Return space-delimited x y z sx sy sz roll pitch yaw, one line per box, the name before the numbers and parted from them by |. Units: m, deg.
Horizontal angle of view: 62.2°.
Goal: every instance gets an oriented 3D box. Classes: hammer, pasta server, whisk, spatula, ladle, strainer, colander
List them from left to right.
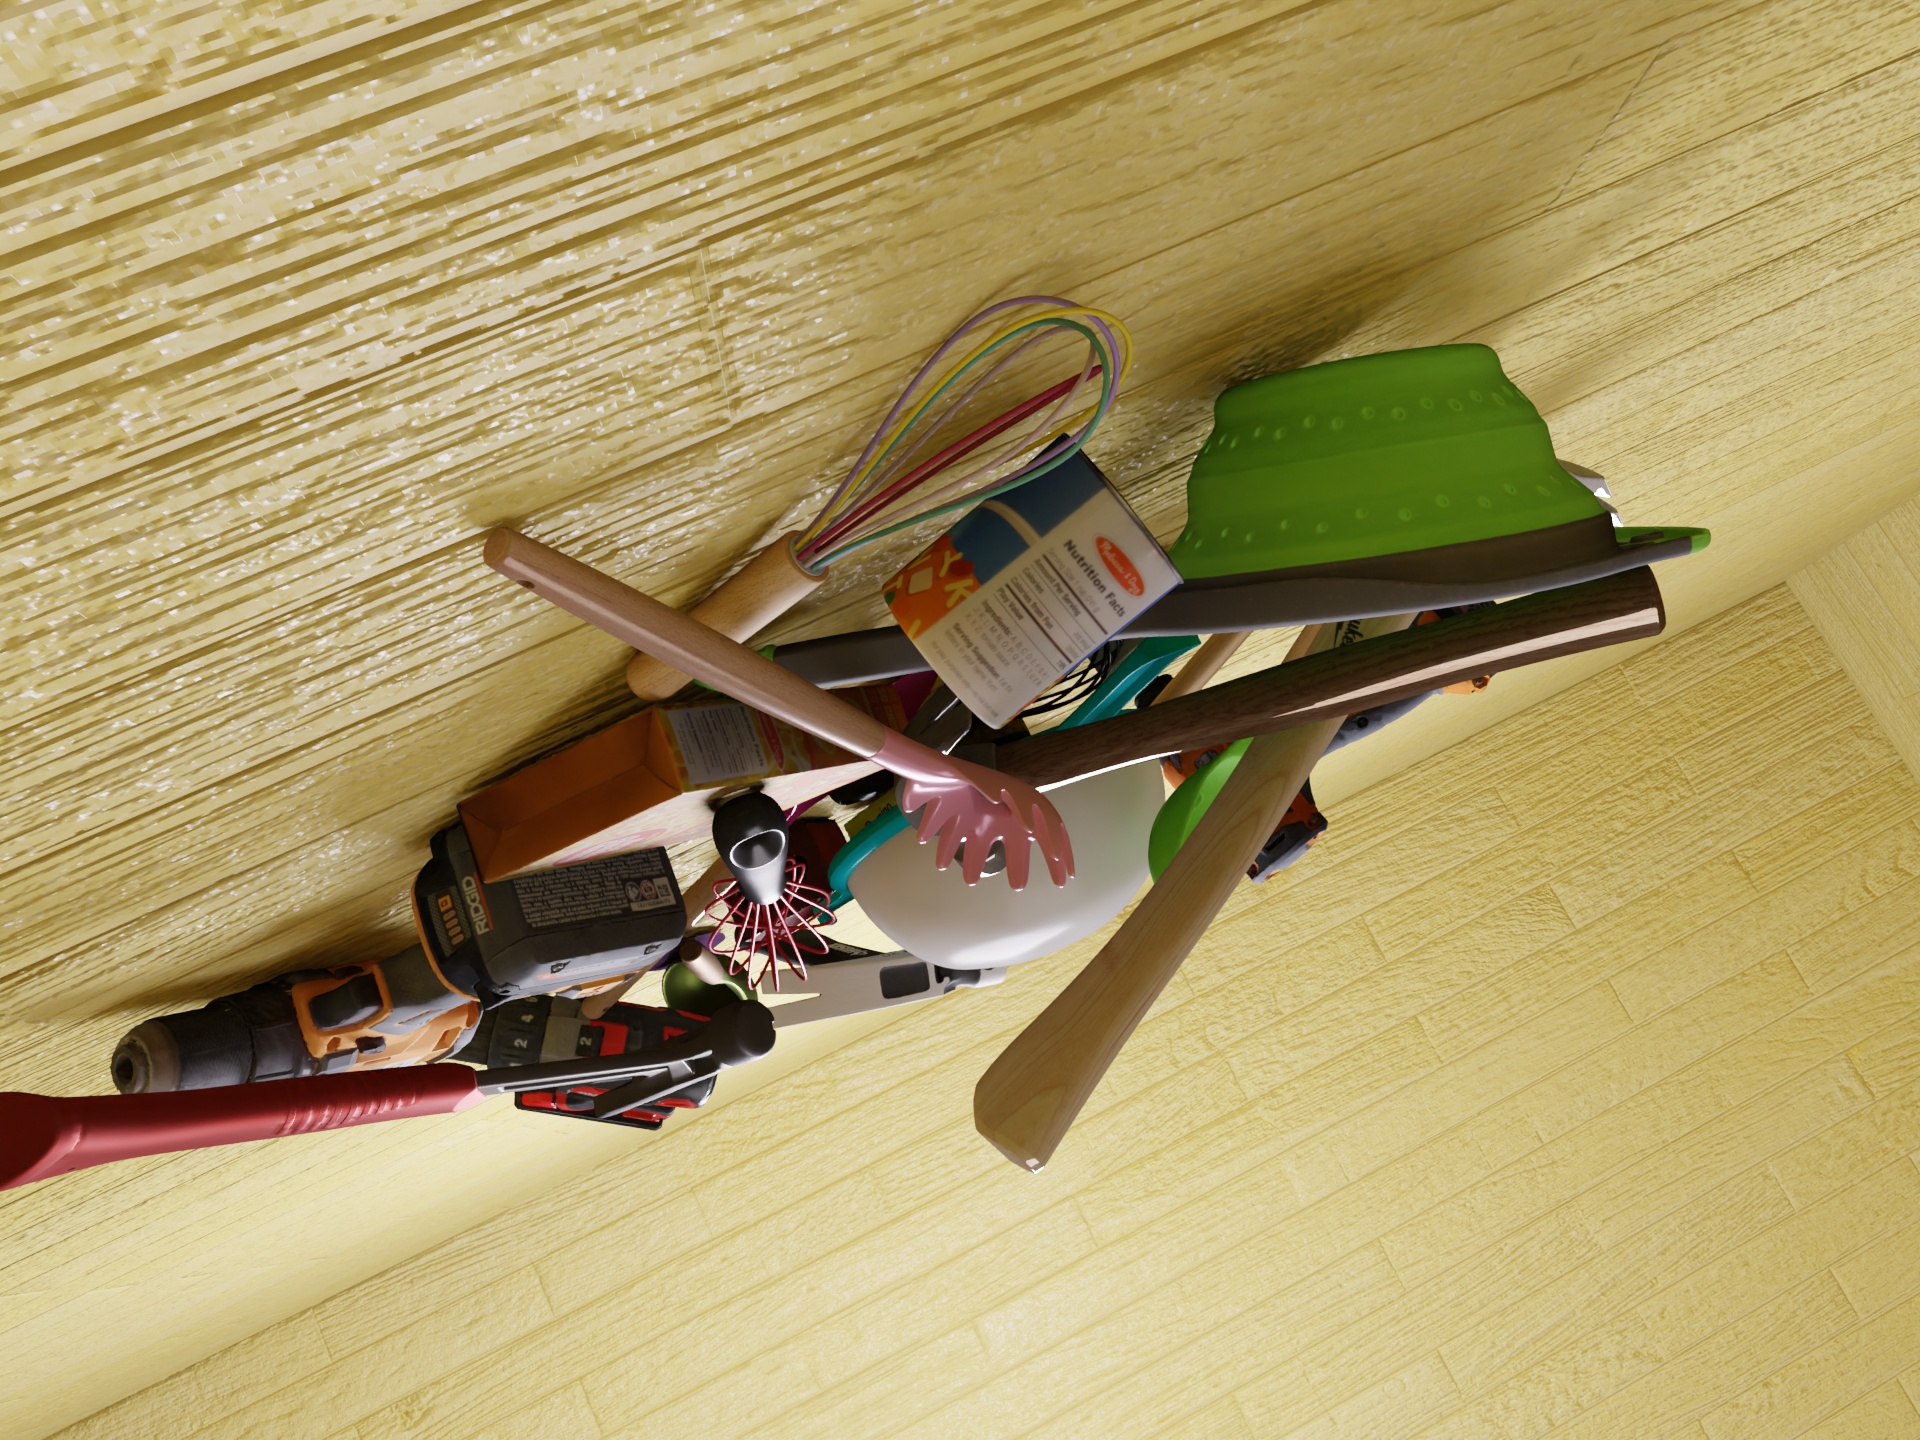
hammer | -0.260 0.173 0.731 0.149 0.037 0.358 -26 160 35
spatula | -0.239 0.166 1.108 0.060 0.018 0.315 -32 168 10
ladle | -0.174 0.176 1.056 0.062 0.078 0.320 -52 176 -13
whisk | -0.097 0.083 0.778 0.073 0.073 0.295 -24 165 -12
hammer | -0.101 0.160 1.088 0.146 0.035 0.335 -8 -179 -23
pasta server | -0.050 0.006 0.587 0.060 0.040 0.316 -8 157 33
whisk | -0.036 -0.066 0.553 0.245 0.051 0.047 -32 172 35
whisk | -0.002 -0.002 0.864 0.055 0.055 0.239 -13 166 -46
strainer | 0.059 0.058 0.845 0.211 0.095 0.340 -18 164 -27
ladle | 0.126 -0.001 1.007 0.315 0.069 0.031 -51 161 26
colander | 0.082 -0.083 0.638 0.397 0.094 0.204 -9 -173 2
hammer | 0.125 -0.008 0.680 0.331 0.031 0.129 -16 145 17
hammer | 0.145 0.031 0.729 0.146 0.038 0.411 16 -117 50

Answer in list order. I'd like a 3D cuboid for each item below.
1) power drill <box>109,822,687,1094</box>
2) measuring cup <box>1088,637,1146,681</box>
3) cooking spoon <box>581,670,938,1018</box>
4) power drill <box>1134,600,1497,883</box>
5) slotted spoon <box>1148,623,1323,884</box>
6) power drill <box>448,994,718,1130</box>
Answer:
power drill | -0.266 0.120 0.752 0.226 0.084 0.185 -29 166 29
measuring cup | 0.131 -0.078 0.866 0.167 0.038 0.083 -32 169 -26
cooking spoon | -0.121 0.074 0.885 0.319 0.017 0.068 -45 164 26
power drill | 0.225 -0.027 1.025 0.226 0.164 0.084 -42 164 10
slotted spoon | 0.184 -0.037 0.838 0.314 0.031 0.070 -53 158 -14
power drill | -0.259 0.218 1.052 0.188 0.080 0.226 12 162 -10
